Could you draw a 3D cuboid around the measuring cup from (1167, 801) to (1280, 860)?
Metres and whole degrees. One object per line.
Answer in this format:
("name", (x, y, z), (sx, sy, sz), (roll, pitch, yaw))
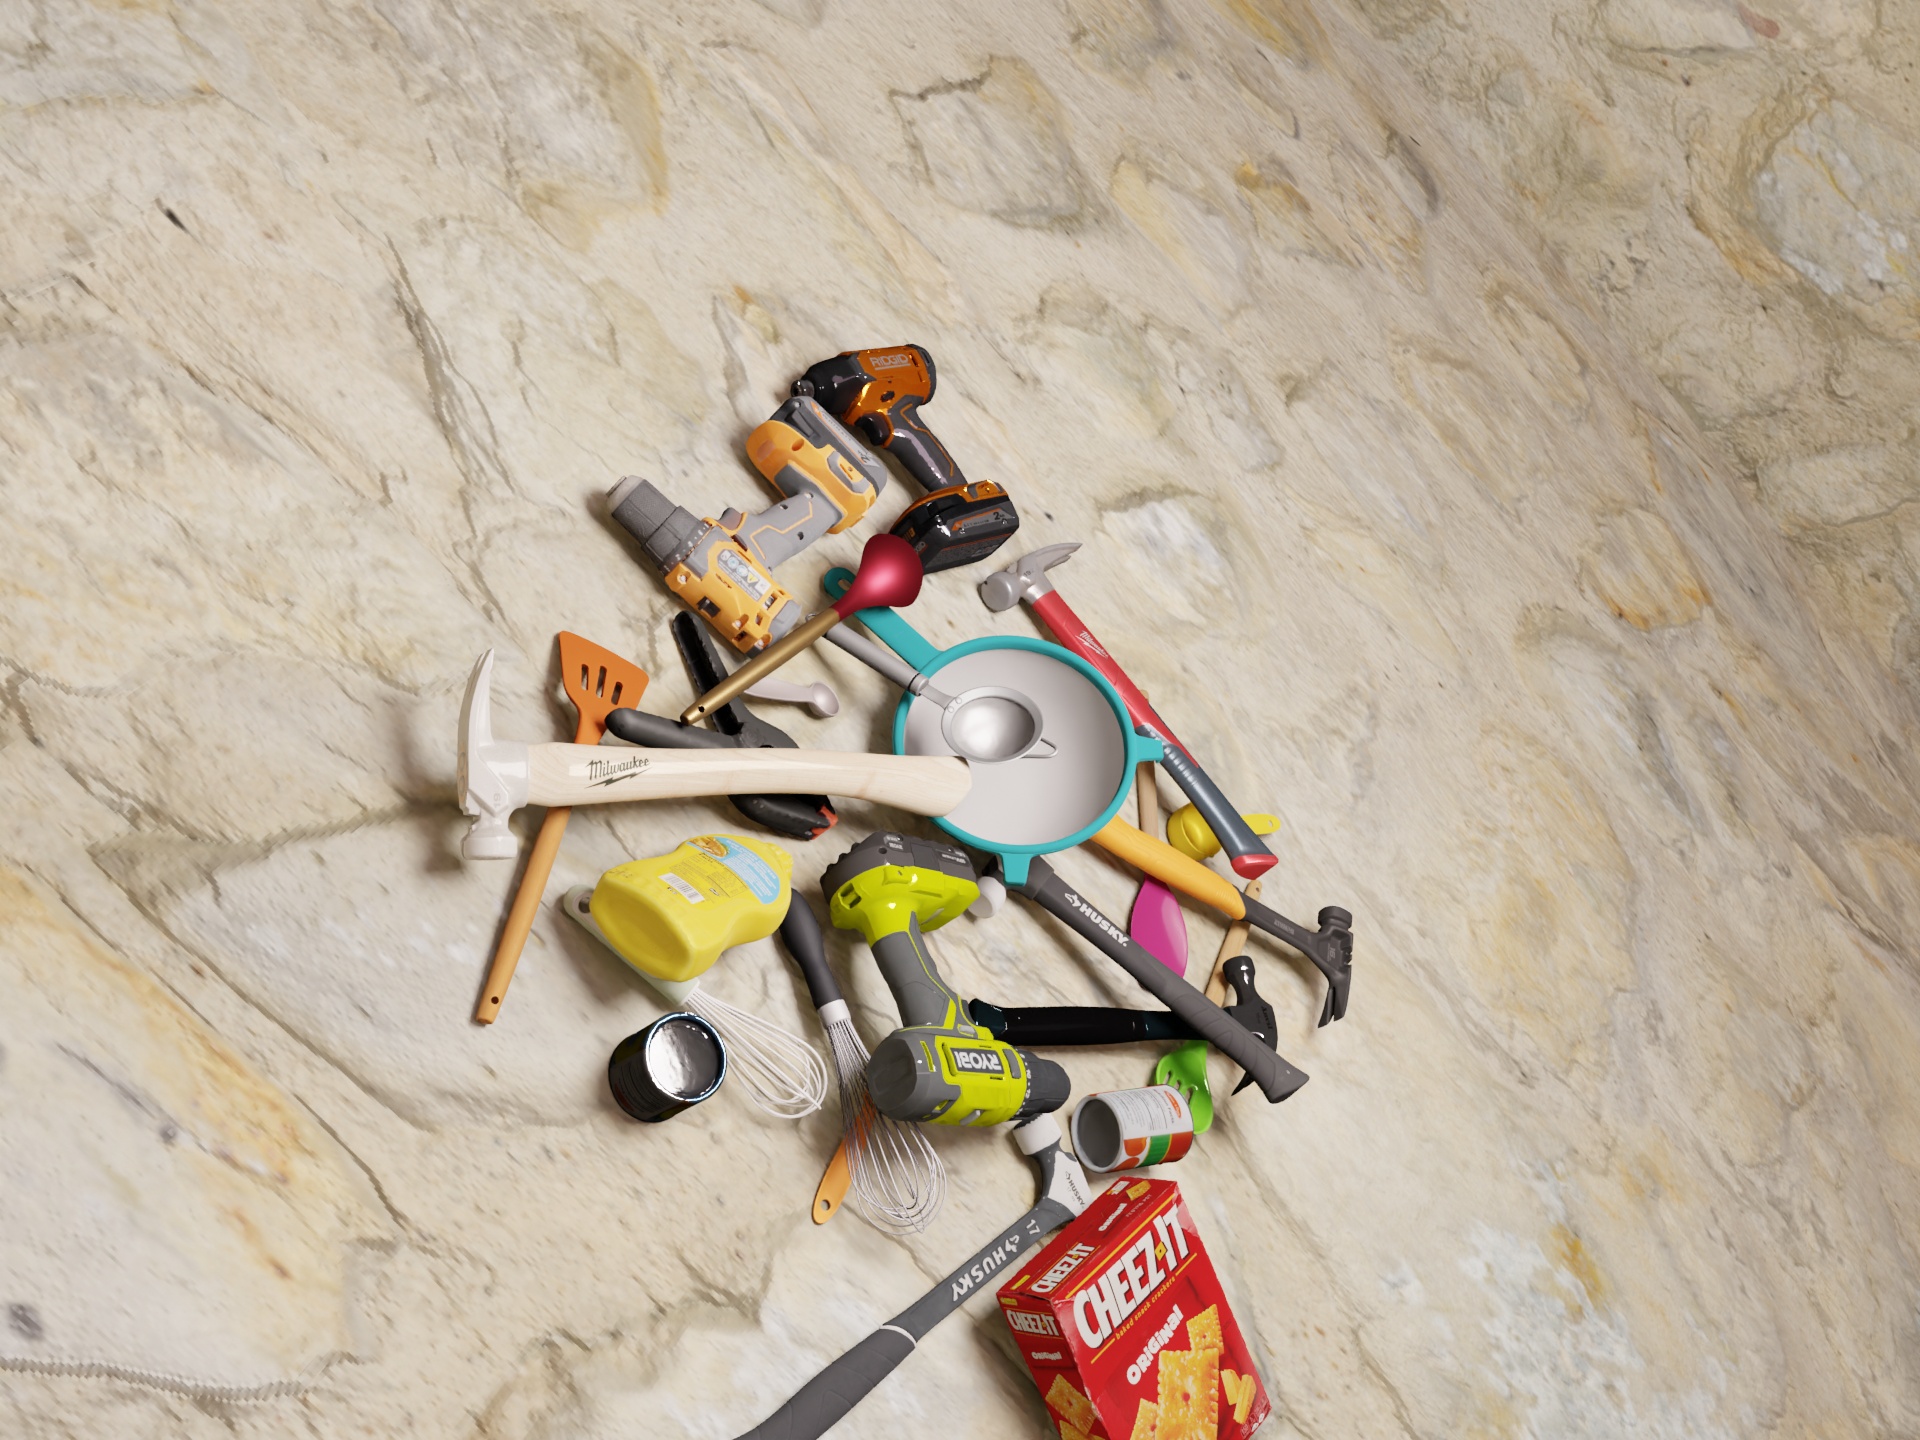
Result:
("measuring cup", (0.267, 0.111, 1.606), (0.156, 0.029, 0.062), (0, 67, -42))

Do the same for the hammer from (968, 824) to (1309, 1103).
("hammer", (0.167, 0.216, 1.397), (0.335, 0.035, 0.146), (39, 41, 6))

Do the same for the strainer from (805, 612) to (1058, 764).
("strainer", (-0.028, -0.025, 1.345), (0.258, 0.050, 0.087), (32, 55, 17))

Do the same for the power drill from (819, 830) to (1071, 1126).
("power drill", (-0.010, 0.209, 1.244), (0.190, 0.080, 0.229), (17, 42, -45))

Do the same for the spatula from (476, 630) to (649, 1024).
("spatula", (-0.299, 0.072, 1.168), (0.081, 0.041, 0.323), (29, 55, -26))

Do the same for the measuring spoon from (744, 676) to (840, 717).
("measuring spoon", (-0.149, -0.021, 1.328), (0.124, 0.018, 0.034), (11, 51, -50))

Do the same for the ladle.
("ladle", (-0.123, -0.076, 1.315), (0.315, 0.031, 0.069), (-41, 102, -43))

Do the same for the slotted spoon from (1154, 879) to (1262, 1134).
("slotted spoon", (0.241, 0.262, 1.500), (0.070, 0.031, 0.314), (42, 45, -11))

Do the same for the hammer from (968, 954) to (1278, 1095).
("hammer", (0.144, 0.265, 1.390), (0.330, 0.033, 0.128), (6, 53, -30))

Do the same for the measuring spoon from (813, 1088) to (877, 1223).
("measuring spoon", (-0.086, 0.330, 1.208), (0.021, 0.011, 0.117), (34, 52, -9))

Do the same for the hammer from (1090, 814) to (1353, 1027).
("hammer", (0.243, 0.170, 1.518), (0.336, 0.034, 0.127), (30, 50, -20))

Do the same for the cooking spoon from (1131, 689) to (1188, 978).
("cooking spoon", (0.184, 0.111, 1.543), (0.068, 0.017, 0.319), (17, 57, -28))

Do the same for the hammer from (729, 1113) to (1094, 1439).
("hammer", (-0.031, 0.447, 1.170), (0.409, 0.036, 0.149), (-25, 84, -44))

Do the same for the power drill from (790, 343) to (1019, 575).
("power drill", (-0.058, -0.252, 1.506), (0.164, 0.084, 0.226), (-19, 75, -43))

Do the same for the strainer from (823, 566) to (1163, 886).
("strainer", (-0.002, -0.005, 1.413), (0.211, 0.095, 0.340), (-40, 72, -23))

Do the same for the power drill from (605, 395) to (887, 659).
("power drill", (-0.183, -0.185, 1.368), (0.185, 0.084, 0.226), (42, 52, -13))

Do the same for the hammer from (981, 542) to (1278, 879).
("hammer", (0.183, -0.011, 1.557), (0.386, 0.038, 0.143), (52, 44, 9))

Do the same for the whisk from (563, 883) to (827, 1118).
("whisk", (-0.194, 0.205, 1.164), (0.246, 0.059, 0.058), (42, 74, -7))

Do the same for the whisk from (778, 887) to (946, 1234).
("whisk", (-0.085, 0.253, 1.210), (0.070, 0.070, 0.285), (-6, 63, -41))

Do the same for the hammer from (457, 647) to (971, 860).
("hammer", (-0.171, 0.030, 1.203), (0.410, 0.038, 0.146), (2, 83, -33))
